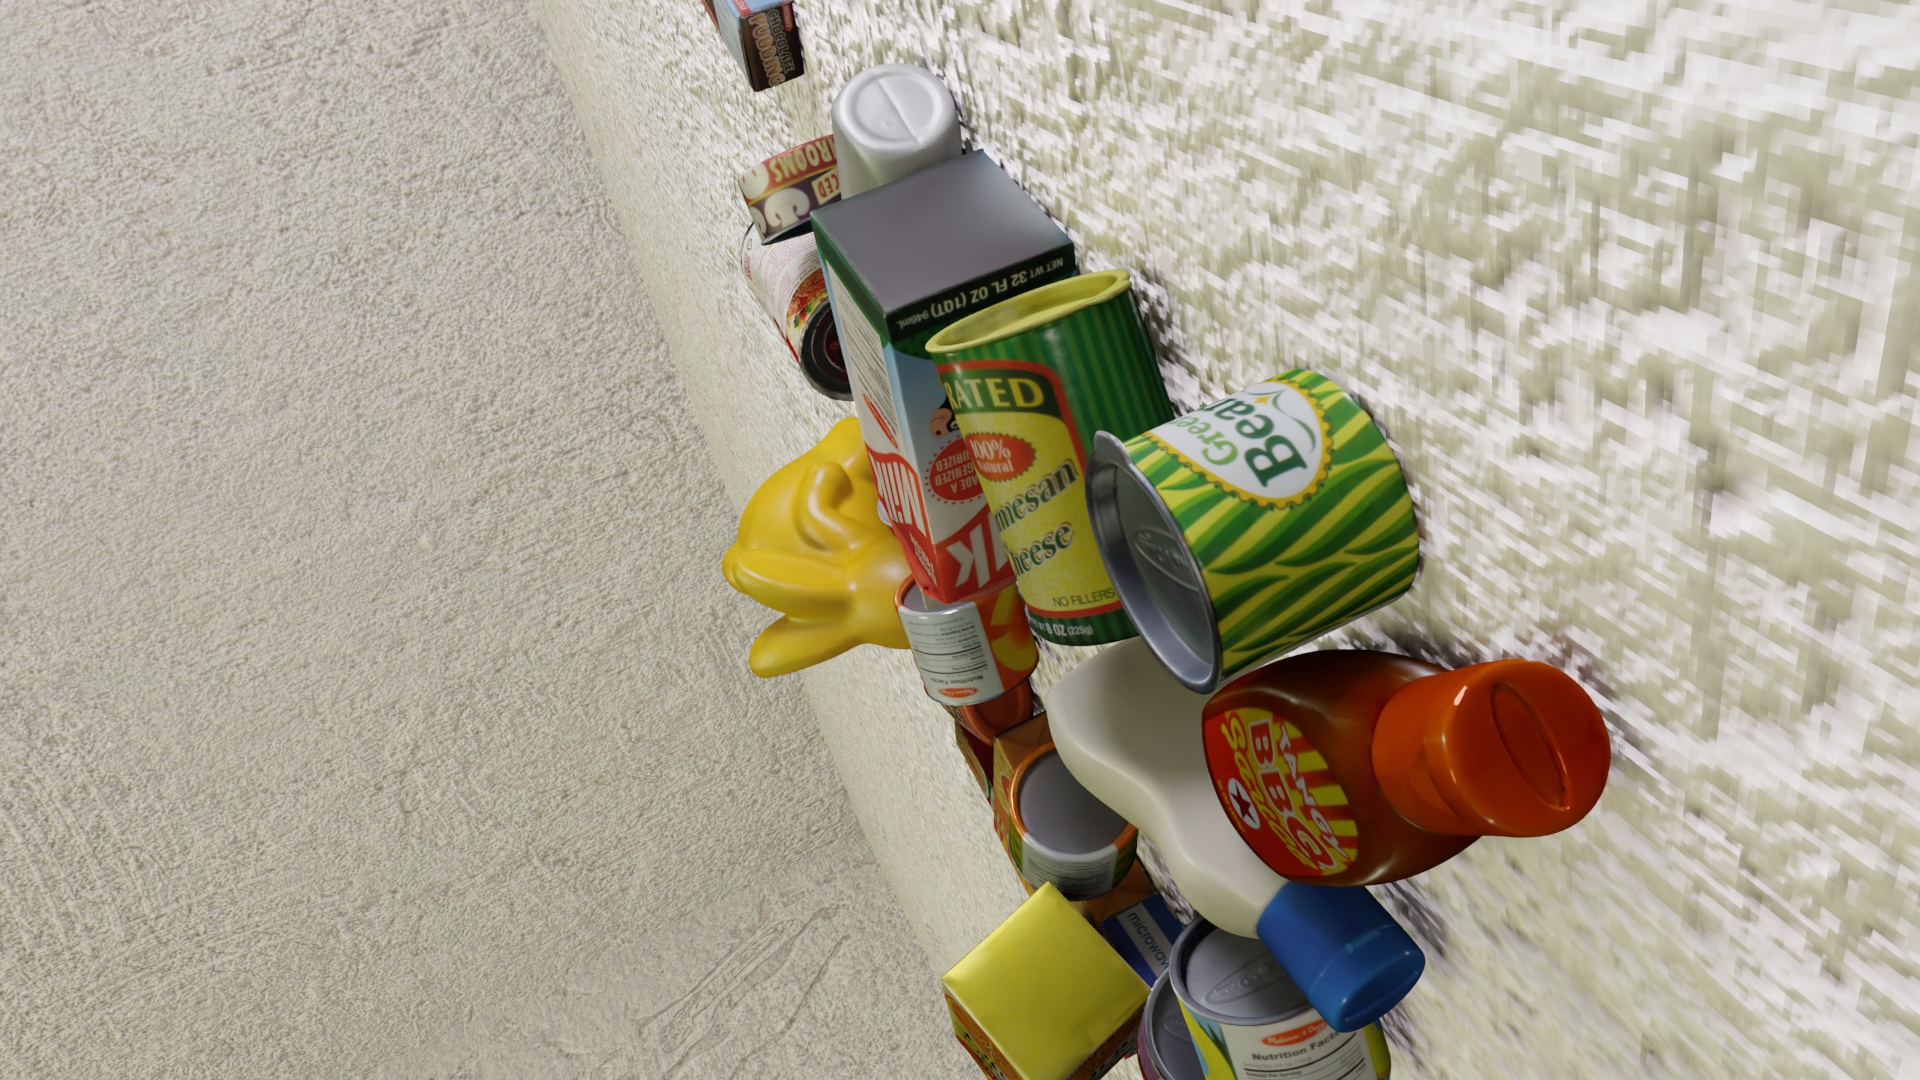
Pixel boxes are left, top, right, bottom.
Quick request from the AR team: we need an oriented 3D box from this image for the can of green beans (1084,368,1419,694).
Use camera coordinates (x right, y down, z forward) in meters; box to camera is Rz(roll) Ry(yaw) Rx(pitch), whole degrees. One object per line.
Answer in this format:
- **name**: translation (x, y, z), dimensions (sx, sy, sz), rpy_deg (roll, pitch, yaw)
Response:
- **can of green beans**: translation (0.072, -0.003, 0.350), dimensions (0.071, 0.058, 0.071), rpy_deg (61, 168, 23)

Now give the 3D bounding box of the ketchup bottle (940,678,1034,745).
- **ketchup bottle**: translation (0.006, 0.089, 0.879), dimensions (0.148, 0.043, 0.064), rpy_deg (179, 72, -78)

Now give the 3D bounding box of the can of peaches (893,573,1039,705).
- **can of peaches**: translation (0.004, 0.045, 0.748), dimensions (0.071, 0.071, 0.057), rpy_deg (43, 155, 62)

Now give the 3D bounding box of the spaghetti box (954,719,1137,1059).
- **spaghetti box**: translation (0.062, 0.224, 0.935), dimensions (0.251, 0.029, 0.050), rpy_deg (60, 167, 28)

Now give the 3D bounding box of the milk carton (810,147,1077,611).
- **milk carton**: translation (0.004, -0.045, 0.543), dimensions (0.074, 0.072, 0.189), rpy_deg (56, 164, 40)

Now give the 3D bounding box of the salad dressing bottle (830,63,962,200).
- **salad dressing bottle**: translation (-0.024, -0.129, 0.574), dimensions (0.064, 0.044, 0.147), rpy_deg (60, 168, 21)

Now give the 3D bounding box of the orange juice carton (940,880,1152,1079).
- **orange juice carton**: translation (0.044, 0.251, 0.722), dimensions (0.073, 0.072, 0.191), rpy_deg (44, 161, 23)

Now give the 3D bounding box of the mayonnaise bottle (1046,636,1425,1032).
- **mayonnaise bottle**: translation (0.090, 0.093, 0.462), dimensions (0.148, 0.065, 0.041), rpy_deg (51, 159, 42)

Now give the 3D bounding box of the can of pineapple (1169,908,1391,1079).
- **can of pineapple**: translation (0.113, 0.166, 0.490), dimensions (0.071, 0.071, 0.057), rpy_deg (39, 151, 66)

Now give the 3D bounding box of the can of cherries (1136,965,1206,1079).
- **can of cherries**: translation (0.112, 0.214, 0.603), dimensions (0.072, 0.071, 0.058), rpy_deg (60, 168, 28)

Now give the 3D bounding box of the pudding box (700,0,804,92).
- **pudding box**: translation (-0.111, -0.276, 0.706), dimensions (0.084, 0.030, 0.049), rpy_deg (60, 168, 28)

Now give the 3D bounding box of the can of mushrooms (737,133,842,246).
- **can of mushrooms**: translation (-0.067, -0.163, 0.641), dimensions (0.071, 0.071, 0.033), rpy_deg (-163, 52, -75)

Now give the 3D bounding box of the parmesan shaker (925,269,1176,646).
- **parmesan shaker**: translation (0.039, -0.026, 0.438), dimensions (0.102, 0.071, 0.071), rpy_deg (69, 168, -16)

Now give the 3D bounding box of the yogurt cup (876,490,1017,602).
- **yogurt cup**: translation (0.002, -0.008, 0.651), dimensions (0.053, 0.072, 0.072), rpy_deg (63, 171, -27)

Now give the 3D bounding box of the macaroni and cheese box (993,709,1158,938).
- **macaroni and cheese box**: translation (0.064, 0.190, 0.828), dimensions (0.124, 0.040, 0.165), rpy_deg (60, 167, 27)

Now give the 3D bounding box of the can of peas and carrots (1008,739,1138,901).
- **can of peas and carrots**: translation (0.057, 0.136, 0.692), dimensions (0.071, 0.071, 0.058), rpy_deg (59, 166, 30)

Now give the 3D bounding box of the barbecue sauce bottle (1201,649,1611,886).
- **barbecue sauce bottle**: translation (0.106, 0.056, 0.352), dimensions (0.065, 0.044, 0.148), rpy_deg (65, 168, 8)

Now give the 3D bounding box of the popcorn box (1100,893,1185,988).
- **popcorn box**: translation (0.121, 0.251, 0.696), dimensions (0.127, 0.038, 0.084), rpy_deg (52, 162, 51)
